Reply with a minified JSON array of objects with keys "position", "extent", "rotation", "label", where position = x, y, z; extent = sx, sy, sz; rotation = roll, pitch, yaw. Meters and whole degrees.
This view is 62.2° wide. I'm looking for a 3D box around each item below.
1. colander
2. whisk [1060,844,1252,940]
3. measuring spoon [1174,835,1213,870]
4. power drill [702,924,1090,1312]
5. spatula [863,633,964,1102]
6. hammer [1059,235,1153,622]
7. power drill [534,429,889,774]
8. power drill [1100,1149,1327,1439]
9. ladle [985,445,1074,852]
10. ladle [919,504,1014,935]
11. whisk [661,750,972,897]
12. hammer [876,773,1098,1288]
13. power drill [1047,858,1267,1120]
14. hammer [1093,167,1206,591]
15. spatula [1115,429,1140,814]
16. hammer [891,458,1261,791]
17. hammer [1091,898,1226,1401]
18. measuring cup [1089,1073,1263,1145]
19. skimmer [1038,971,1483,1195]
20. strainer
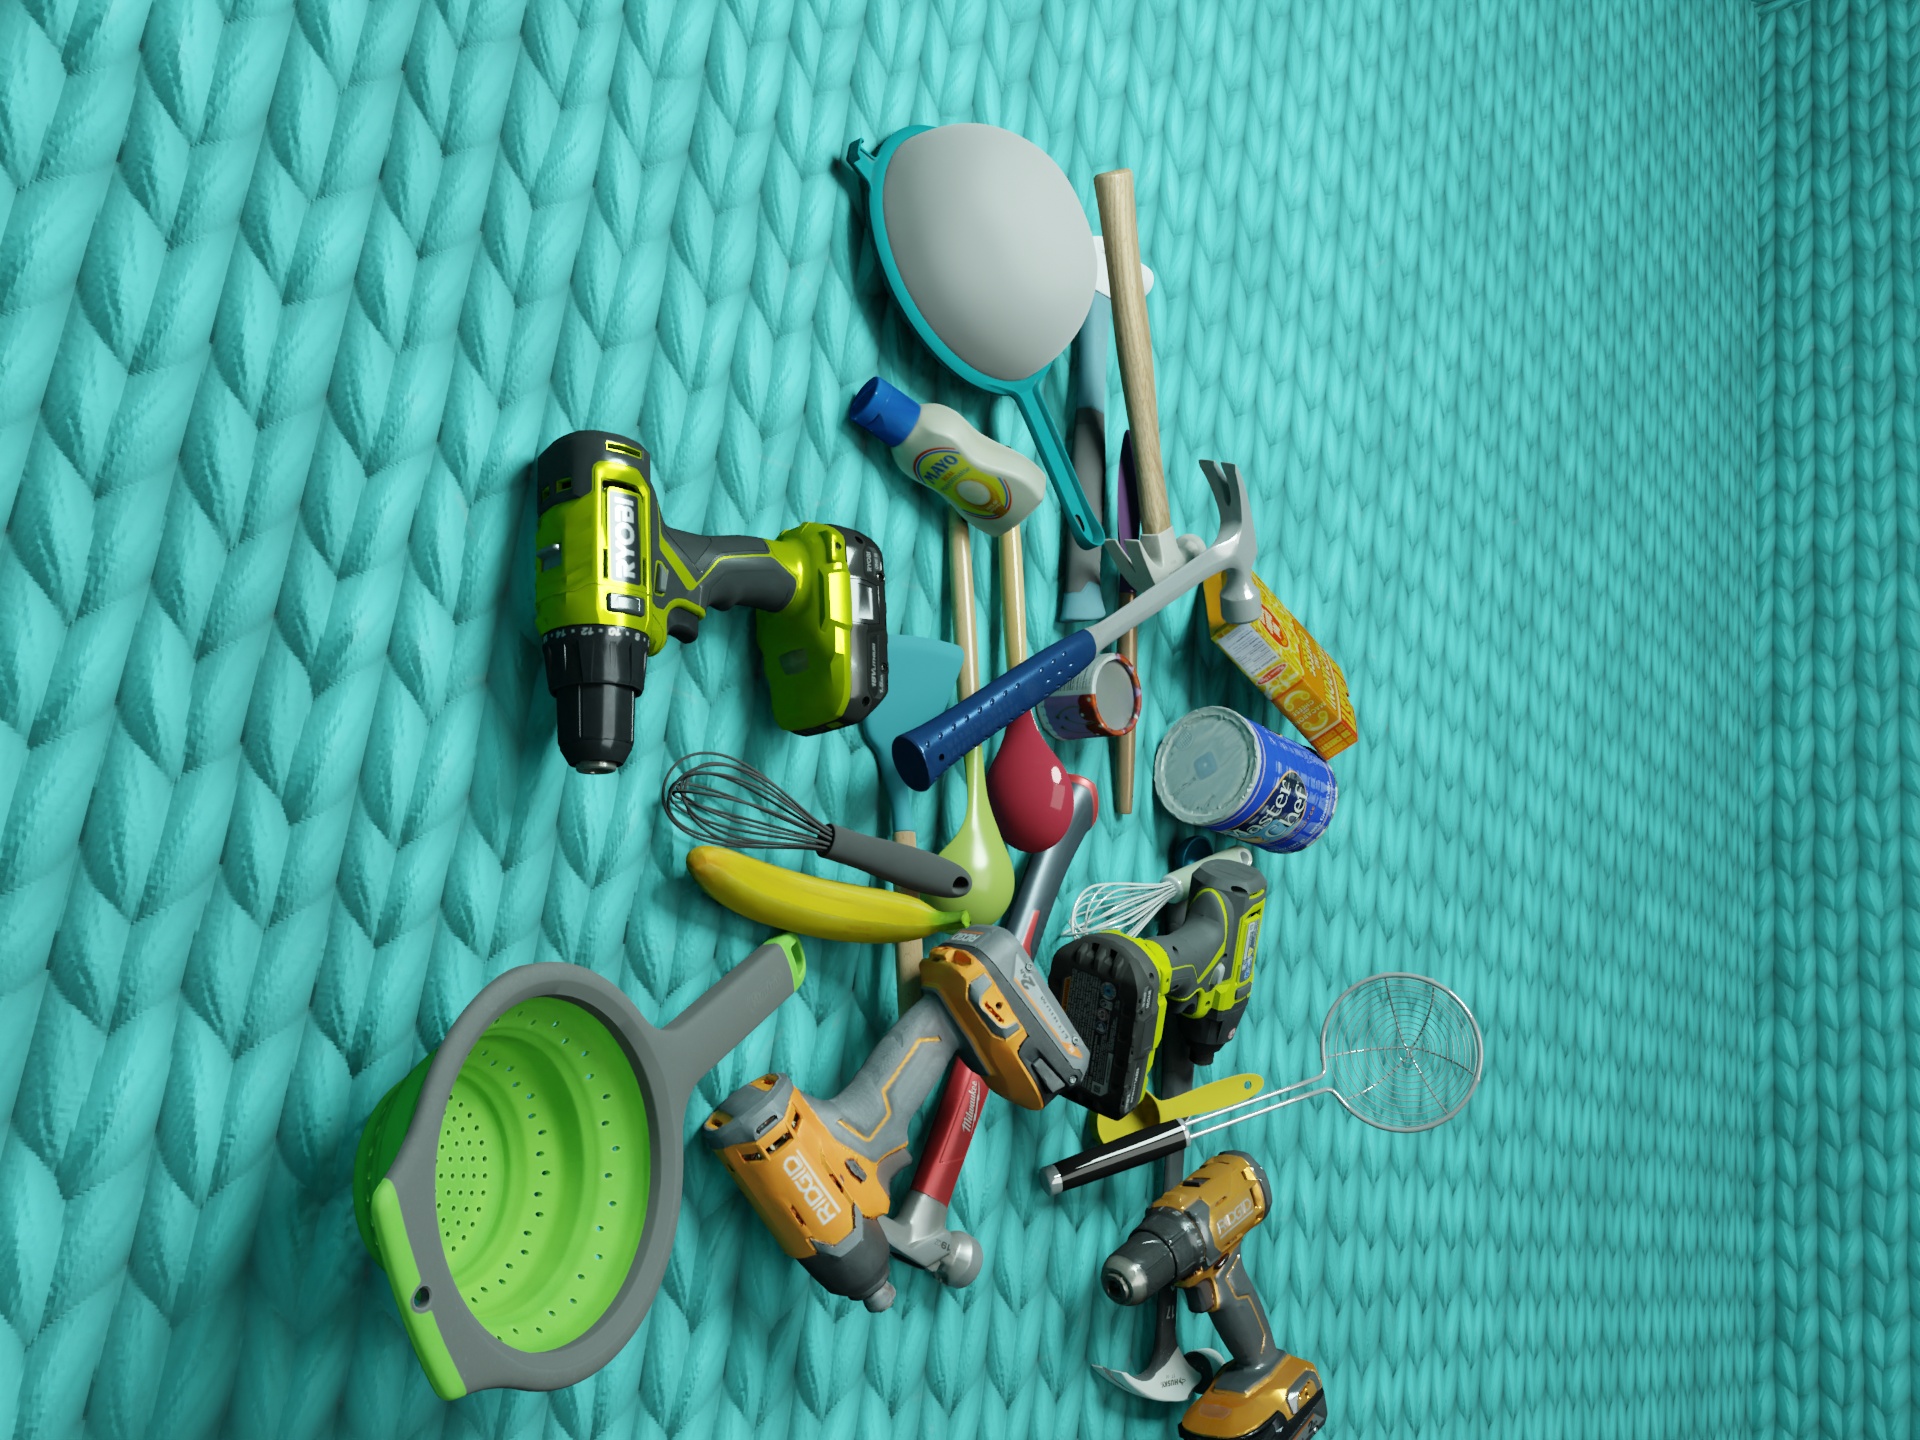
[{"position":[-0.207,0.207,0.879],"extent":[0.397,0.094,0.204],"rotation":[-37,114,-64],"label":"colander"},{"position":[0.168,0.142,1.313],"extent":[0.246,0.059,0.058],"rotation":[-15,86,-46],"label":"whisk"},{"position":[0.209,0.157,1.401],"extent":[0.042,0.021,0.128],"rotation":[-33,120,-35],"label":"measuring spoon"},{"position":[-0.030,0.253,1.012],"extent":[0.226,0.084,0.164],"rotation":[-36,100,-23],"label":"power drill"},{"position":[-0.033,0.101,1.089],"extent":[0.082,0.044,0.318],"rotation":[6,74,-36],"label":"spatula"},{"position":[0.107,-0.240,1.307],"extent":[0.128,0.033,0.331],"rotation":[13,76,-48],"label":"hammer"},{"position":[-0.151,-0.056,0.954],"extent":[0.228,0.080,0.191],"rotation":[9,72,-46],"label":"power drill"},{"position":[0.196,0.478,1.252],"extent":[0.185,0.084,0.226],"rotation":[-18,94,-46],"label":"power drill"},{"position":[0.043,-0.058,1.208],"extent":[0.031,0.069,0.315],"rotation":[32,53,-72],"label":"ladle"},{"position":[-0.002,-0.004,1.163],"extent":[0.078,0.062,0.320],"rotation":[8,73,-44],"label":"ladle"},{"position":[-0.085,0.074,1.020],"extent":[0.238,0.055,0.055],"rotation":[23,69,-34],"label":"whisk"},{"position":[0.018,0.199,1.159],"extent":[0.143,0.038,0.386],"rotation":[43,56,-35],"label":"hammer"},{"position":[0.157,0.214,1.227],"extent":[0.223,0.080,0.171],"rotation":[-14,115,-51],"label":"power drill"},{"position":[0.140,-0.261,1.255],"extent":[0.130,0.031,0.331],"rotation":[-35,121,-52],"label":"hammer"},{"position":[0.137,-0.080,1.310],"extent":[0.059,0.018,0.316],"rotation":[-10,102,-66],"label":"spatula"},{"position":[0.099,-0.066,1.179],"extent":[0.405,0.035,0.144],"rotation":[-34,125,-37],"label":"hammer"},{"position":[0.175,0.352,1.325],"extent":[0.149,0.036,0.409],"rotation":[15,75,-46],"label":"hammer"},{"position":[0.174,0.311,1.287],"extent":[0.156,0.029,0.062],"rotation":[-10,85,-23],"label":"measuring cup"},{"position":[0.236,0.298,1.244],"extent":[0.363,0.090,0.127],"rotation":[-14,70,-20],"label":"skimmer"},{"position":[0.060,-0.295,1.173],"extent":[0.211,0.095,0.340],"rotation":[-30,98,-50],"label":"strainer"}]
